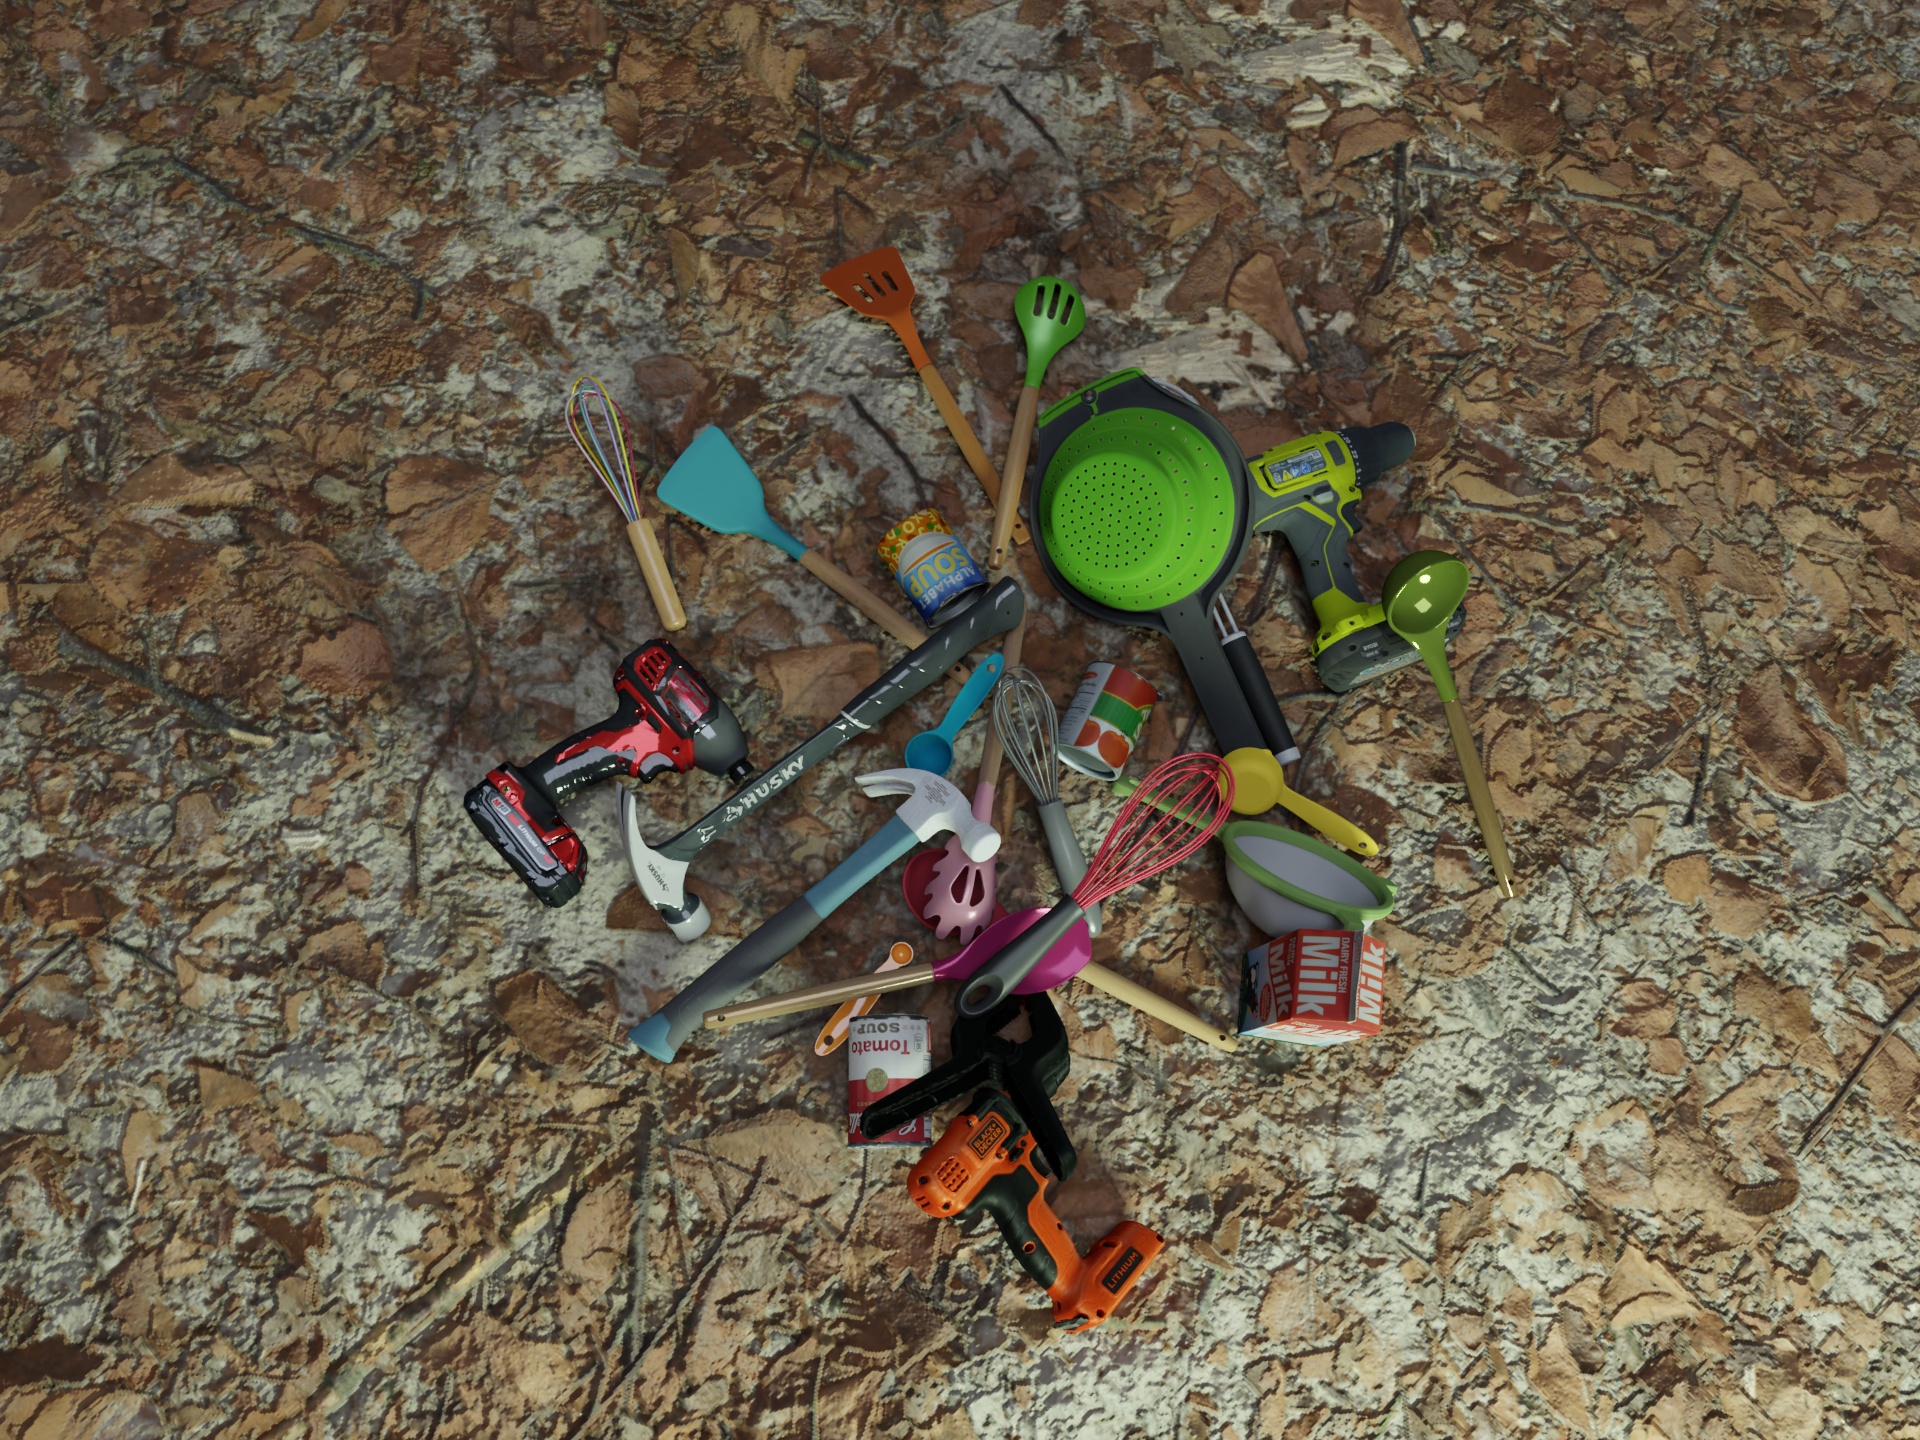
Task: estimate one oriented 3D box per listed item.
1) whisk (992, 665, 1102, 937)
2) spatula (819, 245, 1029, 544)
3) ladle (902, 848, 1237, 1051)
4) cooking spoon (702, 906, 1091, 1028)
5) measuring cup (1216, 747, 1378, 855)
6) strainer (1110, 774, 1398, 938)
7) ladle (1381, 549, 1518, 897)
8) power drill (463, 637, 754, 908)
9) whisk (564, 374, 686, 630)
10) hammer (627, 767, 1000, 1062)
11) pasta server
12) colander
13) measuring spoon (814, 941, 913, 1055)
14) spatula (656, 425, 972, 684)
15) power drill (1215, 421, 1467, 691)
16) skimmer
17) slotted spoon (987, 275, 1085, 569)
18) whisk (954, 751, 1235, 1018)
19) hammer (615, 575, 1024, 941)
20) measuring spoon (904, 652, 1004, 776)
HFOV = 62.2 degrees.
[{"bbox_3d":[0.078,0.070,1.335,0.055,0.055,0.239,-19,95,-11],"label":"whisk"},{"bbox_3d":[-0.021,-0.300,1.462,0.081,0.041,0.323,-27,83,-13],"label":"spatula"},{"bbox_3d":[0.092,0.200,1.333,0.315,0.031,0.069,28,69,0],"label":"ladle"},{"bbox_3d":[-0.048,0.206,1.275,0.319,0.017,0.069,-10,92,-12],"label":"cooking spoon"},{"bbox_3d":[0.289,0.079,1.361,0.156,0.062,0.029,30,30,0],"label":"measuring cup"},{"bbox_3d":[0.234,0.126,1.343,0.256,0.151,0.069,26,108,21],"label":"strainer"},{"bbox_3d":[0.430,0.007,1.353,0.078,0.062,0.320,-22,101,-9],"label":"ladle"},{"bbox_3d":[-0.284,0.047,1.312,0.220,0.078,0.143,-41,83,-18],"label":"power drill"},{"bbox_3d":[-0.293,-0.191,1.397,0.047,0.051,0.245,-23,82,10],"label":"whisk"},{"bbox_3d":[-0.129,0.161,1.290,0.331,0.033,0.128,-40,54,-6],"label":"hammer"},{"bbox_3d":[0.024,0.035,1.355,0.060,0.040,0.316,15,63,-7],"label":"pasta server"},{"bbox_3d":[0.174,-0.103,1.355,0.204,0.094,0.397,-24,91,25],"label":"colander"},{"bbox_3d":[-0.081,0.231,1.316,0.021,0.011,0.117,40,78,3],"label":"measuring spoon"},{"bbox_3d":[-0.118,-0.131,1.393,0.317,0.044,0.082,37,79,3],"label":"spatula"},{"bbox_3d":[0.359,-0.158,1.436,0.190,0.080,0.229,-20,75,-11],"label":"power drill"},{"bbox_3d":[0.209,-0.129,1.403,0.127,0.090,0.363,-26,80,18],"label":"skimmer"},{"bbox_3d":[0.062,-0.279,1.450,0.070,0.031,0.314,15,70,-8],"label":"slotted spoon"},{"bbox_3d":[0.106,0.134,1.277,0.296,0.073,0.073,-43,83,-5],"label":"whisk"},{"bbox_3d":[-0.106,0.006,1.322,0.409,0.149,0.036,-38,37,-17],"label":"hammer"},{"bbox_3d":[-0.002,-0.004,1.372,0.042,0.021,0.128,35,85,0],"label":"measuring spoon"}]
